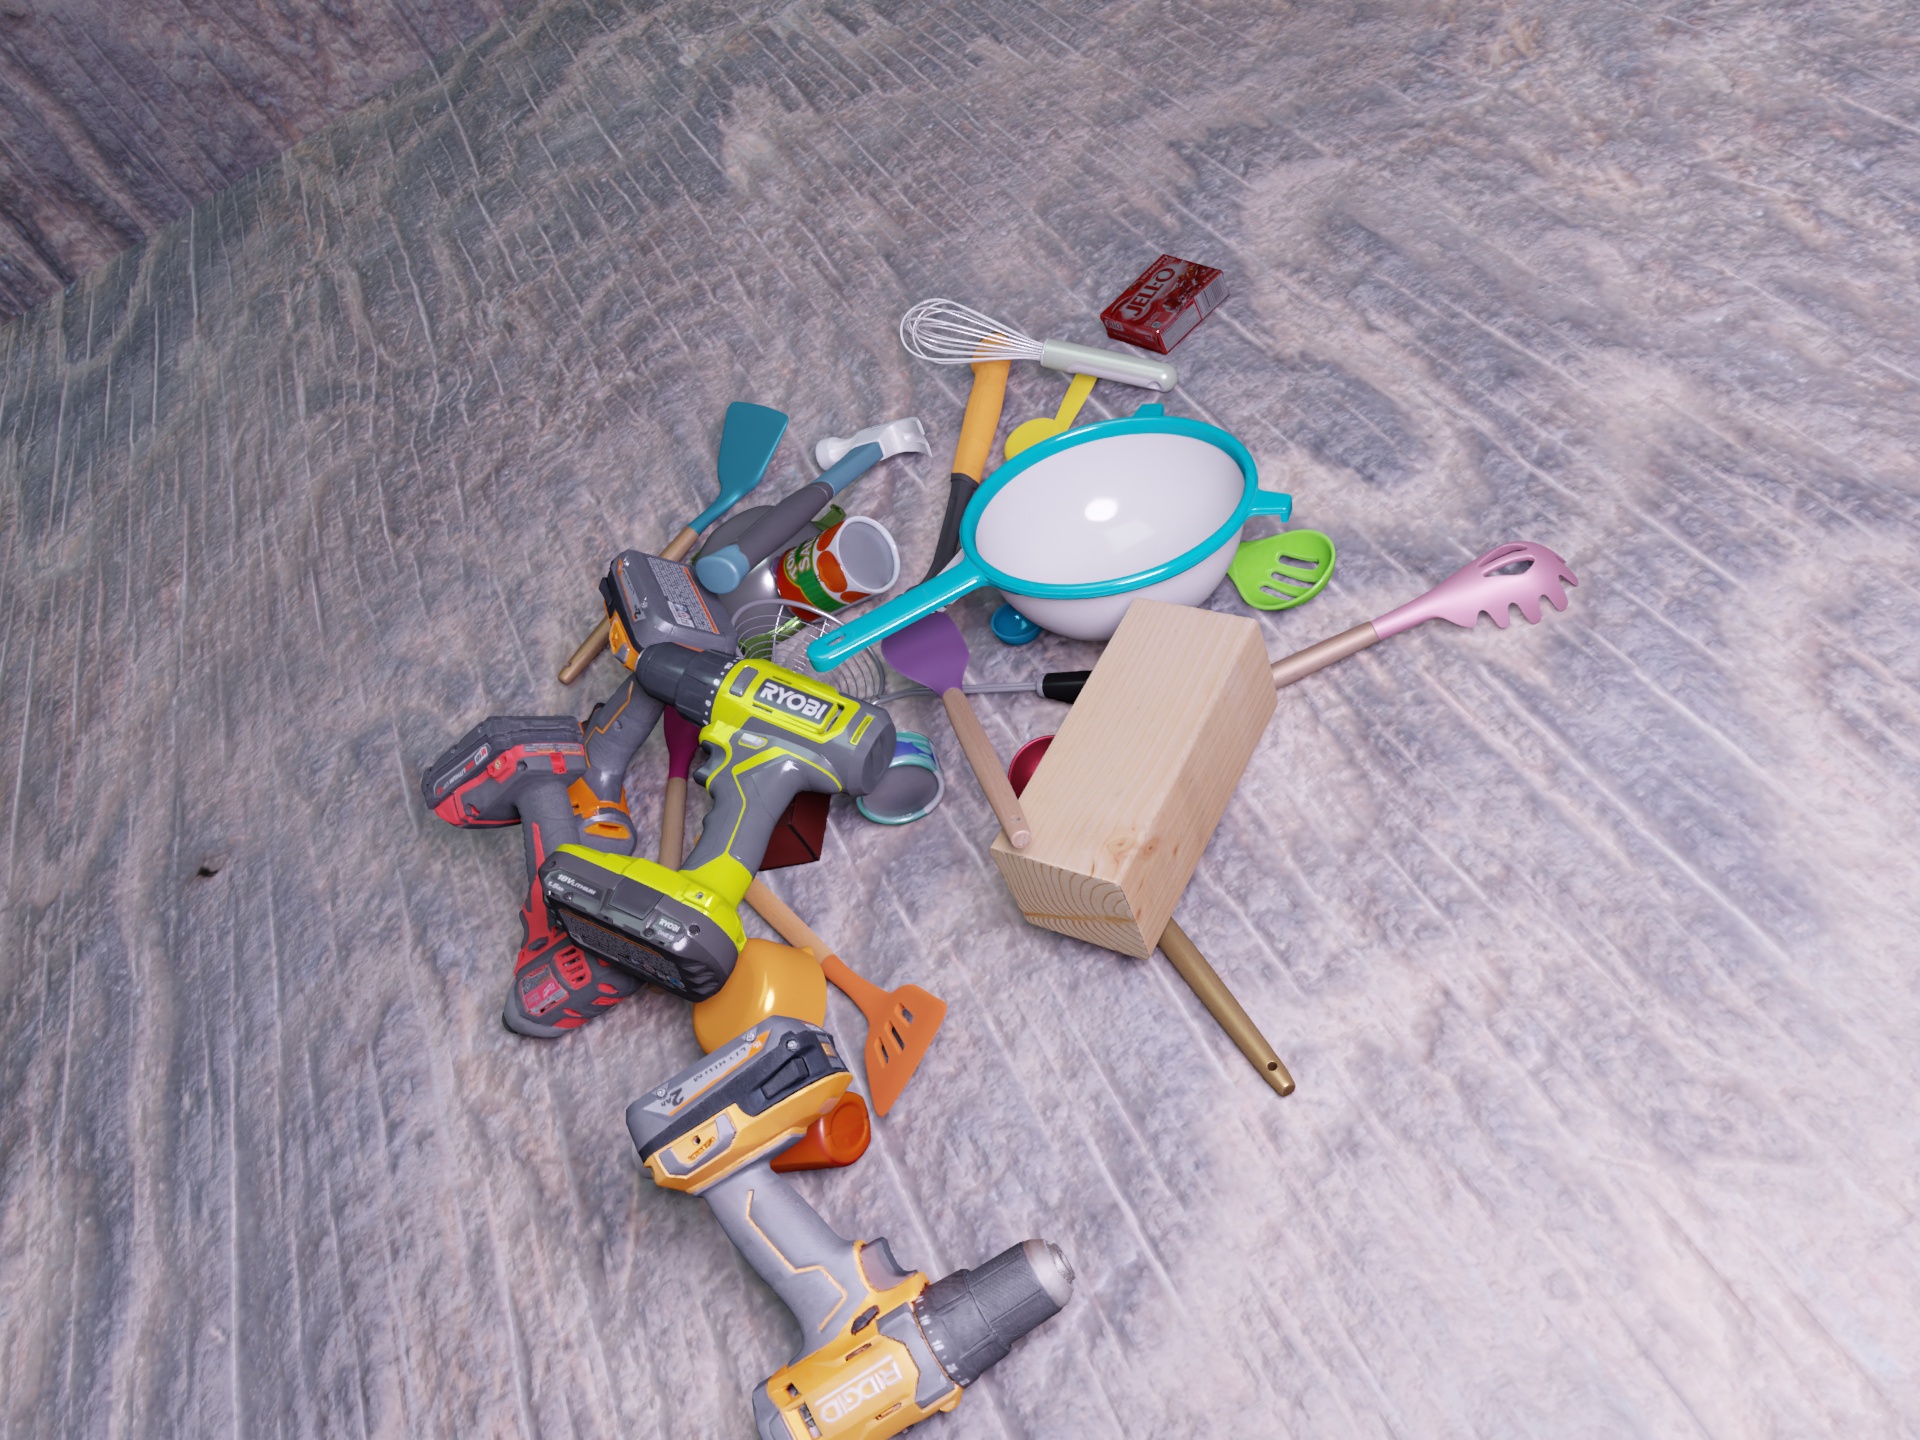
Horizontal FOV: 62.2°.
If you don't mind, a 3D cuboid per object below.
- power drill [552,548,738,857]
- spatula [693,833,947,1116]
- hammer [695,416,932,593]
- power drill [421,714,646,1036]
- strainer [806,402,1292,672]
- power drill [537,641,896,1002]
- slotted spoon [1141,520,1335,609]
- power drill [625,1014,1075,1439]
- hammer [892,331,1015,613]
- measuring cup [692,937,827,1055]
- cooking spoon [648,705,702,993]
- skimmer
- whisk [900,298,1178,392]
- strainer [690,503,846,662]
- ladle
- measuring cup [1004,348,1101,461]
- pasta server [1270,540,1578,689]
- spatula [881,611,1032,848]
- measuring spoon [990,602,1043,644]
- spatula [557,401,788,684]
[{"bbox_3d":[-0.265,-0.015,1.232,0.226,0.084,0.164,-59,39,23],"label":"power drill"},{"bbox_3d":[-0.108,0.152,1.085,0.323,0.041,0.081,34,94,45],"label":"spatula"},{"bbox_3d":[-0.122,-0.180,1.293,0.128,0.033,0.331,-10,23,28],"label":"hammer"},{"bbox_3d":[-0.306,0.117,1.145,0.143,0.078,0.220,-34,70,34],"label":"power drill"},{"bbox_3d":[0.056,-0.093,1.124,0.340,0.095,0.211,-28,39,-9],"label":"strainer"},{"bbox_3d":[-0.174,0.052,1.052,0.190,0.080,0.229,21,59,17],"label":"power drill"},{"bbox_3d":[0.157,-0.143,1.209,0.314,0.031,0.070,26,78,44],"label":"slotted spoon"},{"bbox_3d":[-0.062,0.275,0.878,0.185,0.084,0.226,-32,73,2],"label":"power drill"},{"bbox_3d":[0.011,-0.220,1.325,0.127,0.034,0.337,-37,30,41],"label":"hammer"},{"bbox_3d":[-0.162,0.177,1.071,0.174,0.052,0.095,19,84,47],"label":"measuring cup"},{"bbox_3d":[-0.221,0.068,1.228,0.068,0.017,0.319,-34,42,32],"label":"cooking spoon"},{"bbox_3d":[0.000,-0.050,1.168,0.363,0.090,0.127,-1,23,26],"label":"skimmer"},{"bbox_3d":[0.065,-0.314,1.353,0.246,0.057,0.059,15,76,13],"label":"whisk"},{"bbox_3d":[-0.178,-0.095,1.319,0.151,0.069,0.257,-16,45,15],"label":"strainer"},{"bbox_3d":[0.118,0.116,1.003,0.069,0.031,0.316,-33,46,-3],"label":"ladle"},{"bbox_3d":[0.085,-0.268,1.354,0.062,0.029,0.157,9,60,34],"label":"measuring cup"},{"bbox_3d":[0.256,-0.044,1.071,0.316,0.040,0.060,-25,44,13],"label":"pasta server"},{"bbox_3d":[-0.002,-0.003,1.046,0.060,0.018,0.316,-13,30,-8],"label":"spatula"},{"bbox_3d":[0.087,-0.084,1.208,0.128,0.021,0.042,-17,45,2],"label":"measuring spoon"},{"bbox_3d":[-0.266,-0.160,1.444,0.082,0.044,0.317,21,65,36],"label":"spatula"}]
